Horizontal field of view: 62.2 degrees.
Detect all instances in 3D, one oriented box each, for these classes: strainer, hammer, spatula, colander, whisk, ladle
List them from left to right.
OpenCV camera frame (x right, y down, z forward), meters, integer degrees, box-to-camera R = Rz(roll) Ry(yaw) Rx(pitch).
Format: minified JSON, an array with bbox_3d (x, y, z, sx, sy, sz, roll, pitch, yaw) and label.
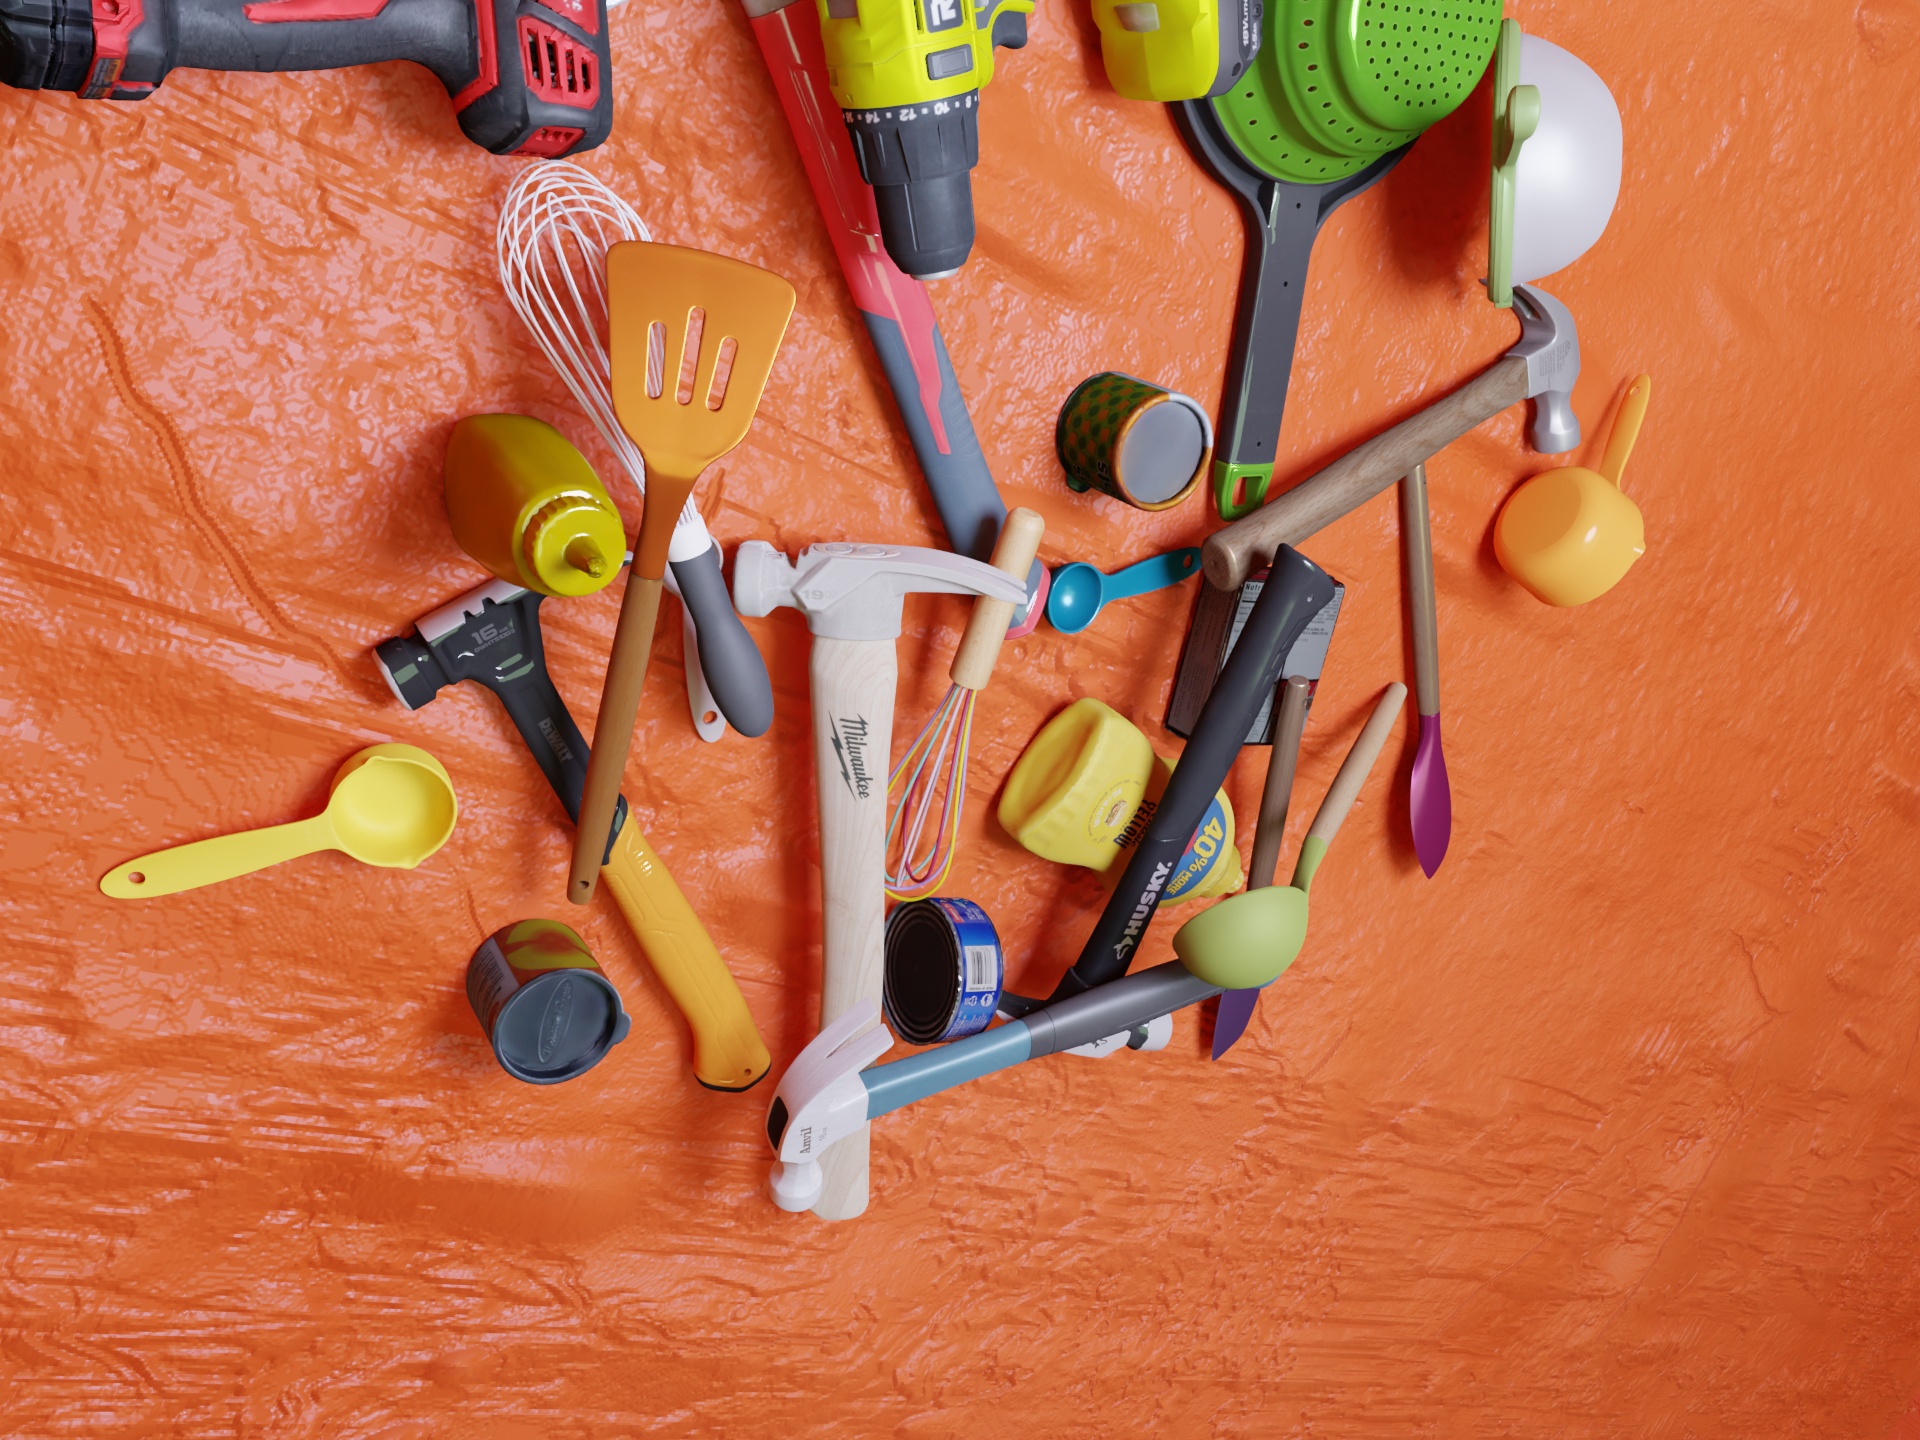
[{"bbox_3d":[-0.146,-0.050,0.721,0.081,0.041,0.322,8,120,-19],"label":"spatula"},{"bbox_3d":[-0.166,0.069,0.826,0.127,0.034,0.336,-31,125,-15],"label":"hammer"},{"bbox_3d":[-0.137,-0.113,0.728,0.070,0.070,0.284,-28,119,-19],"label":"whisk"},{"bbox_3d":[-0.050,0.103,0.870,0.146,0.038,0.410,4,114,0],"label":"hammer"},{"bbox_3d":[-0.044,-0.193,0.778,0.143,0.038,0.385,-32,125,-15],"label":"hammer"},{"bbox_3d":[0.001,-0.002,0.869,0.051,0.047,0.245,-1,123,-37],"label":"whisk"},{"bbox_3d":[0.047,0.178,0.905,0.331,0.033,0.128,-14,134,-24],"label":"hammer"},{"bbox_3d":[0.123,0.052,0.920,0.146,0.035,0.334,11,113,-34],"label":"hammer"},{"bbox_3d":[0.201,0.104,1.056,0.060,0.018,0.315,-31,137,-39],"label":"spatula"},{"bbox_3d":[0.217,0.054,0.978,0.320,0.062,0.078,-48,177,-46],"label":"ladle"},{"bbox_3d":[0.202,-0.290,0.850,0.204,0.095,0.397,-7,115,-30],"label":"colander"},{"bbox_3d":[0.269,-0.168,0.966,0.331,0.031,0.130,-32,122,-26],"label":"hammer"},{"bbox_3d":[0.314,-0.301,0.832,0.256,0.069,0.151,-33,124,-70],"label":"strainer"}]

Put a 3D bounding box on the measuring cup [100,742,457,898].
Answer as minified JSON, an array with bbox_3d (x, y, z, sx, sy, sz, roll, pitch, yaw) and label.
[{"bbox_3d":[-0.313,0.050,0.736,0.156,0.029,0.062,-15,120,-13],"label":"measuring cup"}]

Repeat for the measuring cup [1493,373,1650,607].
[{"bbox_3d":[0.415,-0.164,1.062,0.052,0.095,0.173,26,83,-31],"label":"measuring cup"}]

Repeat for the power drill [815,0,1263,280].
[{"bbox_3d":[0.034,-0.316,0.712,0.228,0.080,0.190,-30,124,-33],"label":"power drill"}]

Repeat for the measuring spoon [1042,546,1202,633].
[{"bbox_3d":[0.094,-0.084,0.933,0.128,0.021,0.042,-19,120,-34],"label":"measuring spoon"}]

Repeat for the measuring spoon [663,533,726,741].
[{"bbox_3d":[-0.135,-0.043,0.809,0.034,0.018,0.124,-19,127,-24],"label":"measuring spoon"}]

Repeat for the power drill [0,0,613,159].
[{"bbox_3d":[-0.236,-0.289,0.580,0.219,0.079,0.143,-7,97,-34],"label":"power drill"}]

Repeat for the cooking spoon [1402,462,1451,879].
[{"bbox_3d":[0.319,-0.029,1.087,0.069,0.017,0.318,-42,129,-43],"label":"cooking spoon"}]
